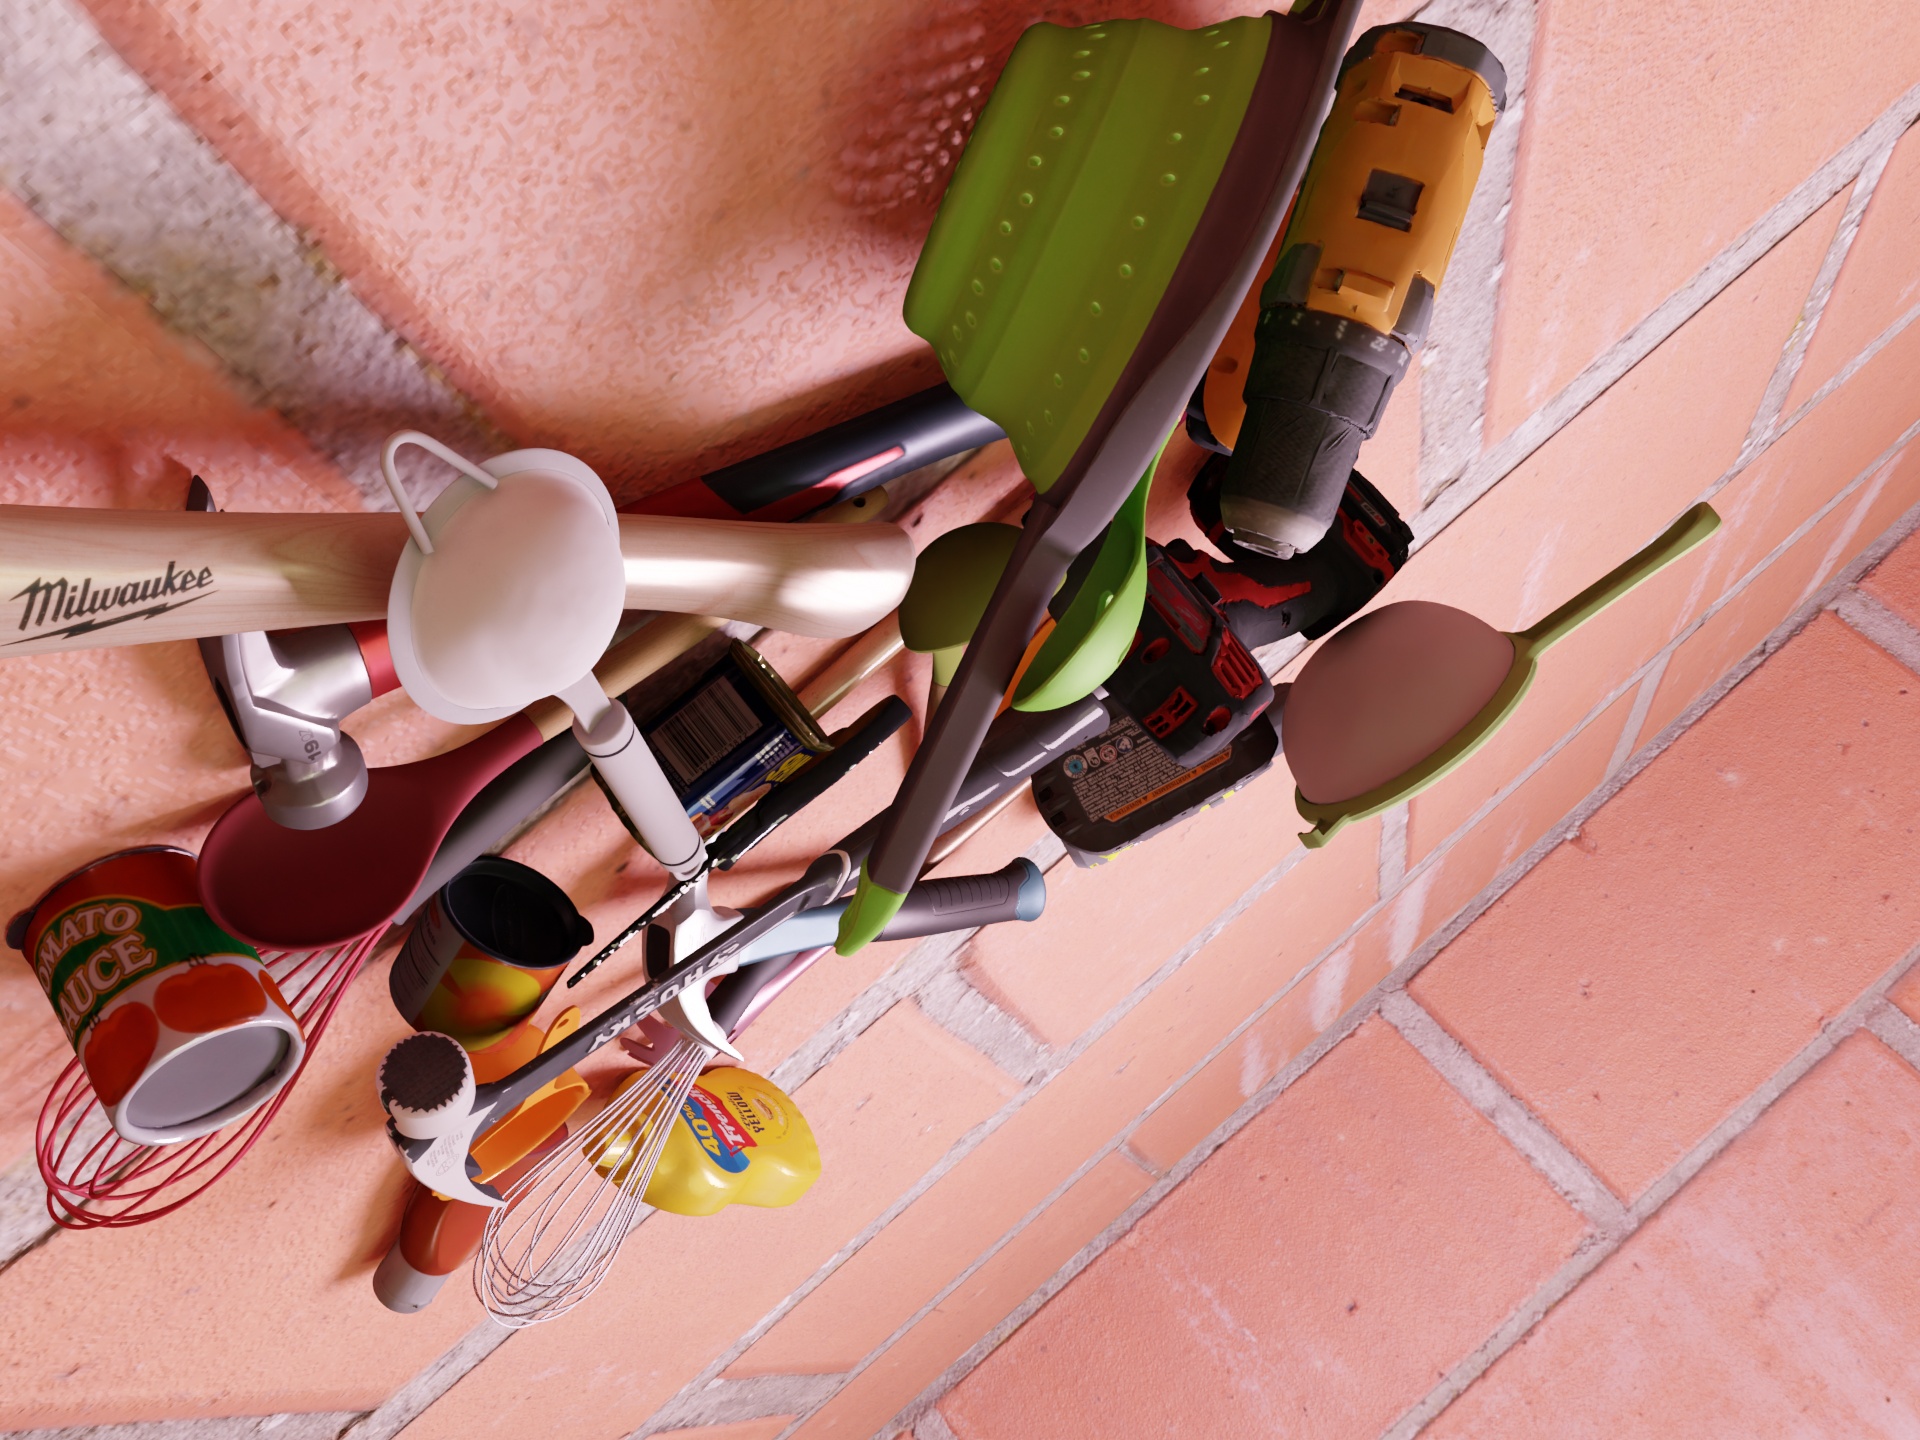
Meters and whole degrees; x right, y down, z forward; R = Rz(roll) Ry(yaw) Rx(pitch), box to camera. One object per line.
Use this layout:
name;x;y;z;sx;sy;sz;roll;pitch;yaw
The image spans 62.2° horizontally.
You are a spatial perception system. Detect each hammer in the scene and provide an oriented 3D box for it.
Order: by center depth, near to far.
hammer;-0.156;-0.054;0.481;0.410;0.038;0.146;-8;134;-49
hammer;-0.087;-0.092;0.600;0.386;0.038;0.143;-28;150;-28
hammer;-0.078;0.088;0.749;0.409;0.036;0.149;-32;157;-29
hammer;-0.051;0.110;0.903;0.331;0.033;0.128;0;102;-54

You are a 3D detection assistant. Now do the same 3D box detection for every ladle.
ladle;-0.148;-0.013;0.628;0.315;0.069;0.031;-37;172;-25
ladle;-0.001;-0.003;0.812;0.078;0.062;0.320;-32;161;-18

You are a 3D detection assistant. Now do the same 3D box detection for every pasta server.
pasta server;-0.066;0.110;0.966;0.316;0.040;0.060;-38;155;-19

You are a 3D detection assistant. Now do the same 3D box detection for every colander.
colander;0.007;-0.098;0.570;0.205;0.094;0.397;-90;-156;-74

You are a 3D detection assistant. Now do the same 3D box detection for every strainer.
strainer;-0.118;-0.002;0.524;0.087;0.050;0.258;-53;158;-20
strainer;0.260;-0.046;0.823;0.256;0.069;0.151;-39;-171;24

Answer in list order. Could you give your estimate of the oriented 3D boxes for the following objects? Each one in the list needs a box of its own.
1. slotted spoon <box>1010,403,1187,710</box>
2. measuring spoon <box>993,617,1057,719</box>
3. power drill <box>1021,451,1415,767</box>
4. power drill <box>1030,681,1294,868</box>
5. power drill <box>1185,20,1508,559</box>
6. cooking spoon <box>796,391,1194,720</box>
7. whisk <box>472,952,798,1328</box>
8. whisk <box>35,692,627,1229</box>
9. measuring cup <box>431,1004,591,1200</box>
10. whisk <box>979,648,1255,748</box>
slotted spoon;0.087;-0.141;0.616;0.314;0.031;0.070;-70;-167;-15
measuring spoon;0.032;-0.027;0.906;0.117;0.011;0.021;-47;123;5
power drill;0.126;-0.078;0.797;0.220;0.143;0.078;-35;171;-46
power drill;0.135;0.023;0.976;0.190;0.080;0.228;-29;170;7
power drill;0.143;-0.150;0.644;0.226;0.084;0.185;-19;128;-86
cooking spoon;0.018;-0.088;0.781;0.319;0.017;0.068;-41;163;-3
whisk;-0.157;0.193;0.845;0.285;0.070;0.070;-54;165;-36
whisk;-0.246;0.086;0.632;0.296;0.073;0.073;-44;155;-9
measuring cup;-0.222;0.166;0.771;0.095;0.052;0.173;-29;159;-43
whisk;0.099;-0.027;0.964;0.239;0.055;0.055;-28;151;-21
